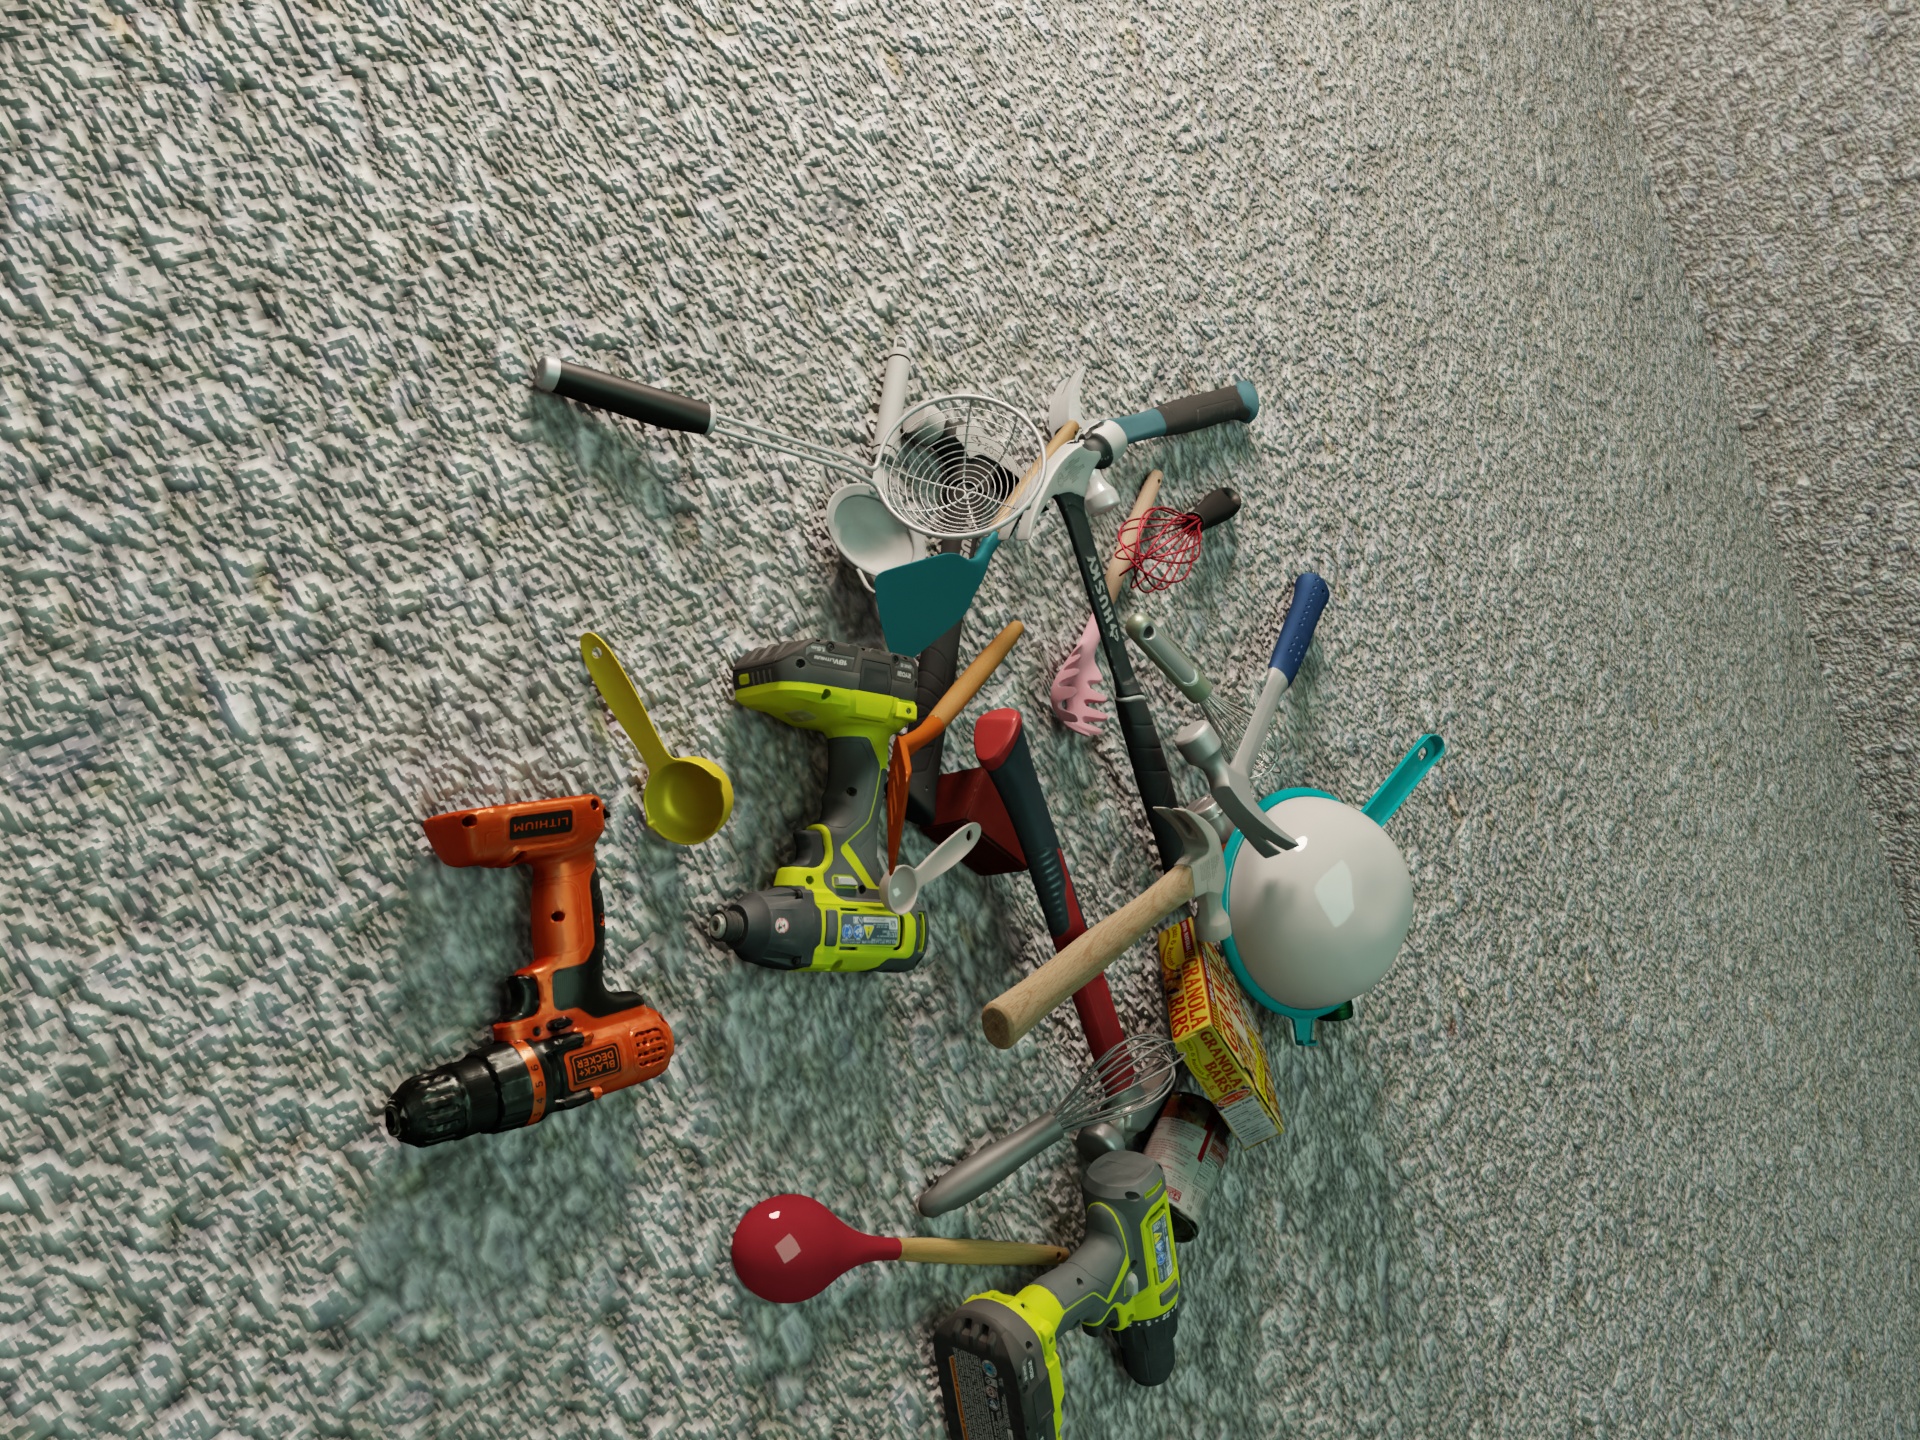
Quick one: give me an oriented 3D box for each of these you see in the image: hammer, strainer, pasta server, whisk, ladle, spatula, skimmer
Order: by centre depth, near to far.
[{"bbox_3d":[-0.109,-0.210,1.116,0.363,0.090,0.127,12,60,-33],"label":"skimmer"},{"bbox_3d":[-0.029,0.378,1.131,0.315,0.031,0.069,19,66,-42],"label":"ladle"},{"bbox_3d":[-0.002,-0.004,1.144,0.323,0.041,0.081,-51,155,-57],"label":"spatula"},{"bbox_3d":[0.071,0.303,1.187,0.239,0.055,0.055,-27,100,-21],"label":"whisk"},{"bbox_3d":[0.119,0.162,1.219,0.331,0.031,0.130,-26,111,-50],"label":"hammer"},{"bbox_3d":[-0.060,-0.197,1.233,0.086,0.050,0.259,22,59,-26],"label":"strainer"},{"bbox_3d":[0.093,0.156,1.242,0.143,0.038,0.386,-43,123,-43],"label":"hammer"},{"bbox_3d":[-0.008,-0.078,1.259,0.146,0.035,0.335,27,62,-37],"label":"hammer"},{"bbox_3d":[0.025,-0.161,1.263,0.318,0.044,0.082,-56,143,-44],"label":"spatula"},{"bbox_3d":[0.135,-0.032,1.322,0.149,0.036,0.408,-42,123,-38],"label":"hammer"},{"bbox_3d":[0.138,-0.113,1.412,0.060,0.040,0.316,55,46,-37],"label":"pasta server"},{"bbox_3d":[0.223,-0.020,1.450,0.246,0.059,0.058,42,82,-35],"label":"whisk"},{"bbox_3d":[0.377,0.124,1.453,0.340,0.095,0.211,-44,109,-26],"label":"strainer"},{"bbox_3d":[0.207,-0.175,1.458,0.296,0.073,0.073,-36,106,-58],"label":"whisk"},{"bbox_3d":[0.296,-0.028,1.484,0.144,0.035,0.406,54,35,-14],"label":"hammer"},{"bbox_3d":[0.192,-0.282,1.502,0.331,0.033,0.128,-24,88,-48],"label":"hammer"}]

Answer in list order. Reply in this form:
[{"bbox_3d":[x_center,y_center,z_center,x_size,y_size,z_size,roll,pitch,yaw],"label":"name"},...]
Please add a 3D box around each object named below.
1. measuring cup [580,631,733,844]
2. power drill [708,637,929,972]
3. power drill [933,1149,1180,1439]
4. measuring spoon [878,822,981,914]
[{"bbox_3d":[-0.202,0.009,1.044,0.156,0.062,0.029,59,16,0],"label":"measuring cup"},{"bbox_3d":[-0.098,0.062,1.107,0.171,0.080,0.223,10,76,-44],"label":"power drill"},{"bbox_3d":[0.088,0.457,1.184,0.228,0.080,0.190,-25,112,-47],"label":"power drill"},{"bbox_3d":[-0.022,0.100,1.125,0.124,0.018,0.034,-34,119,-52],"label":"measuring spoon"}]
